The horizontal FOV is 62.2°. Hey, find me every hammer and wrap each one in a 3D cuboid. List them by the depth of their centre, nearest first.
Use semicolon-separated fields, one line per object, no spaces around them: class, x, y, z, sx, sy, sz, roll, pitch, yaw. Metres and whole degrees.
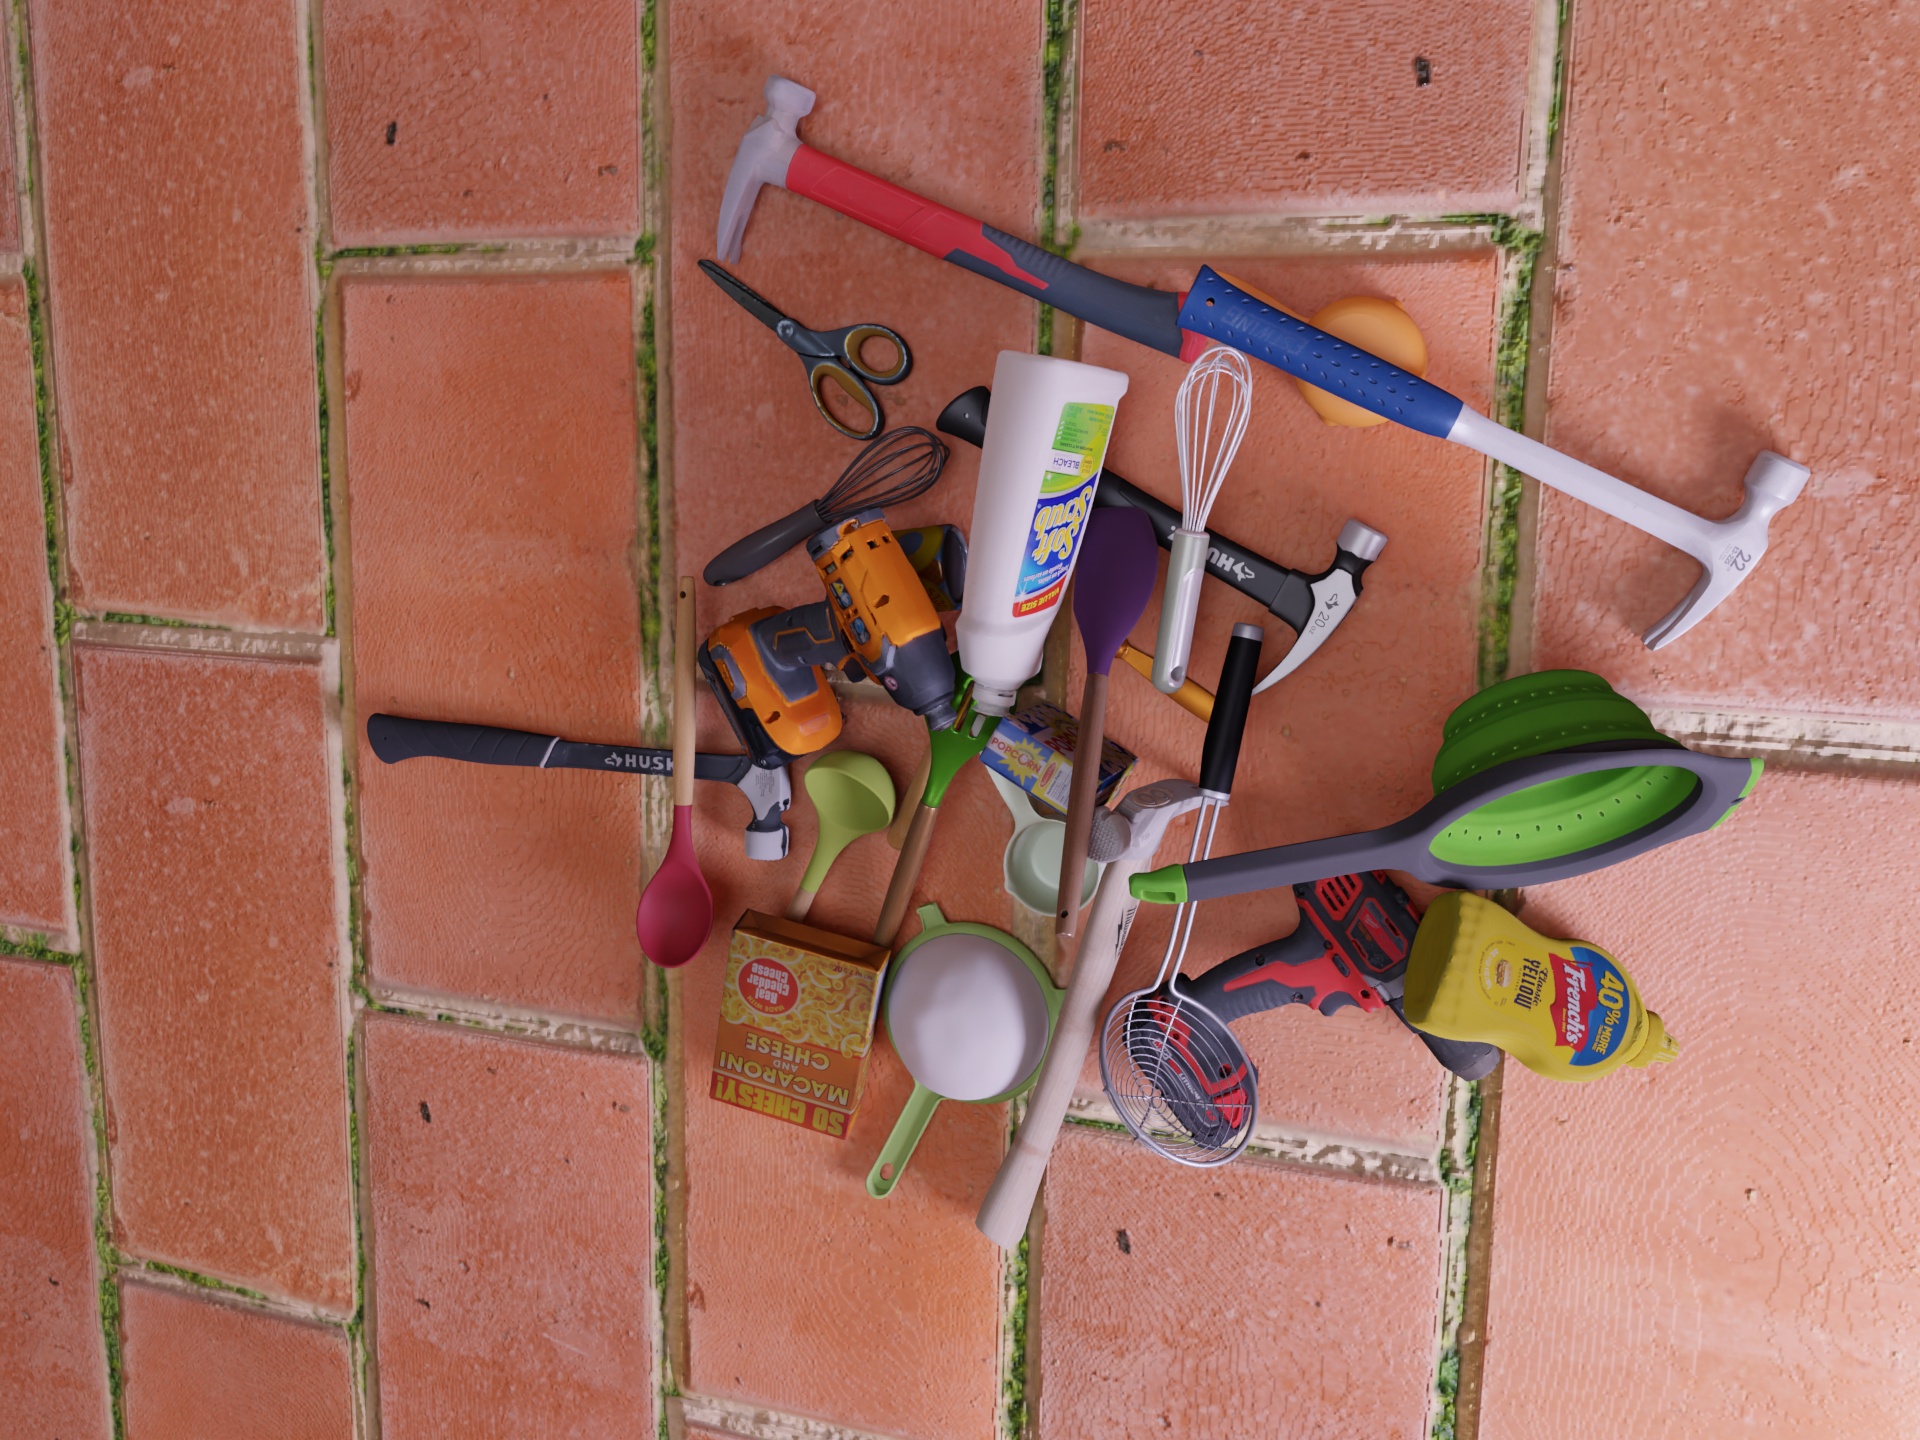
hammer;0.329;-0.185;1.036;0.405;0.035;0.144;26;108;2
hammer;0.127;-0.147;1.157;0.335;0.035;0.146;31;107;13
hammer;-0.002;-0.338;1.174;0.386;0.038;0.143;28;108;14
hammer;0.092;0.231;1.202;0.038;0.146;0.410;32;119;32
hammer;-0.331;0.024;1.350;0.409;0.036;0.149;5;99;19

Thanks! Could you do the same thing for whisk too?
whisk;0.163;-0.138;1.105;0.059;0.057;0.246;26;113;51
whisk;-0.002;-0.005;1.227;0.047;0.051;0.245;47;120;45
whisk;-0.110;-0.161;1.236;0.239;0.055;0.055;-26;89;25

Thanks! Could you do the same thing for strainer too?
strainer;-0.024;0.283;1.259;0.151;0.069;0.256;30;105;13

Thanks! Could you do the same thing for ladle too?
ladle;-0.225;0.042;1.281;0.069;0.031;0.315;4;96;17
ladle;-0.138;0.162;1.290;0.078;0.062;0.320;28;109;5

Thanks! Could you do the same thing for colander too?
colander;0.300;0.045;1.042;0.397;0.204;0.095;-10;63;3

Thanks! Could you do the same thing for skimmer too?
skimmer;0.176;0.113;1.082;0.127;0.090;0.363;13;89;-25

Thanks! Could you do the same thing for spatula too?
spatula;0.093;-0.006;1.088;0.060;0.018;0.316;2;69;21

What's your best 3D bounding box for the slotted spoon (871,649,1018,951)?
slotted spoon;-0.029;0.085;1.228;0.070;0.031;0.313;23;117;7

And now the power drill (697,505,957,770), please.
power drill;-0.093;-0.041;1.180;0.226;0.084;0.164;-30;87;50

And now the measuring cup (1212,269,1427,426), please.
measuring cup;0.236;-0.266;1.089;0.174;0.052;0.095;32;108;11

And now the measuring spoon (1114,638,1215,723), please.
measuring spoon;0.154;-0.028;1.177;0.117;0.011;0.021;35;108;12

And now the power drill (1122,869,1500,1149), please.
power drill;0.252;0.219;1.148;0.226;0.080;0.188;-38;84;18

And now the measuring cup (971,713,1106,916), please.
measuring cup;0.054;0.068;1.214;0.083;0.038;0.167;-27;88;22
